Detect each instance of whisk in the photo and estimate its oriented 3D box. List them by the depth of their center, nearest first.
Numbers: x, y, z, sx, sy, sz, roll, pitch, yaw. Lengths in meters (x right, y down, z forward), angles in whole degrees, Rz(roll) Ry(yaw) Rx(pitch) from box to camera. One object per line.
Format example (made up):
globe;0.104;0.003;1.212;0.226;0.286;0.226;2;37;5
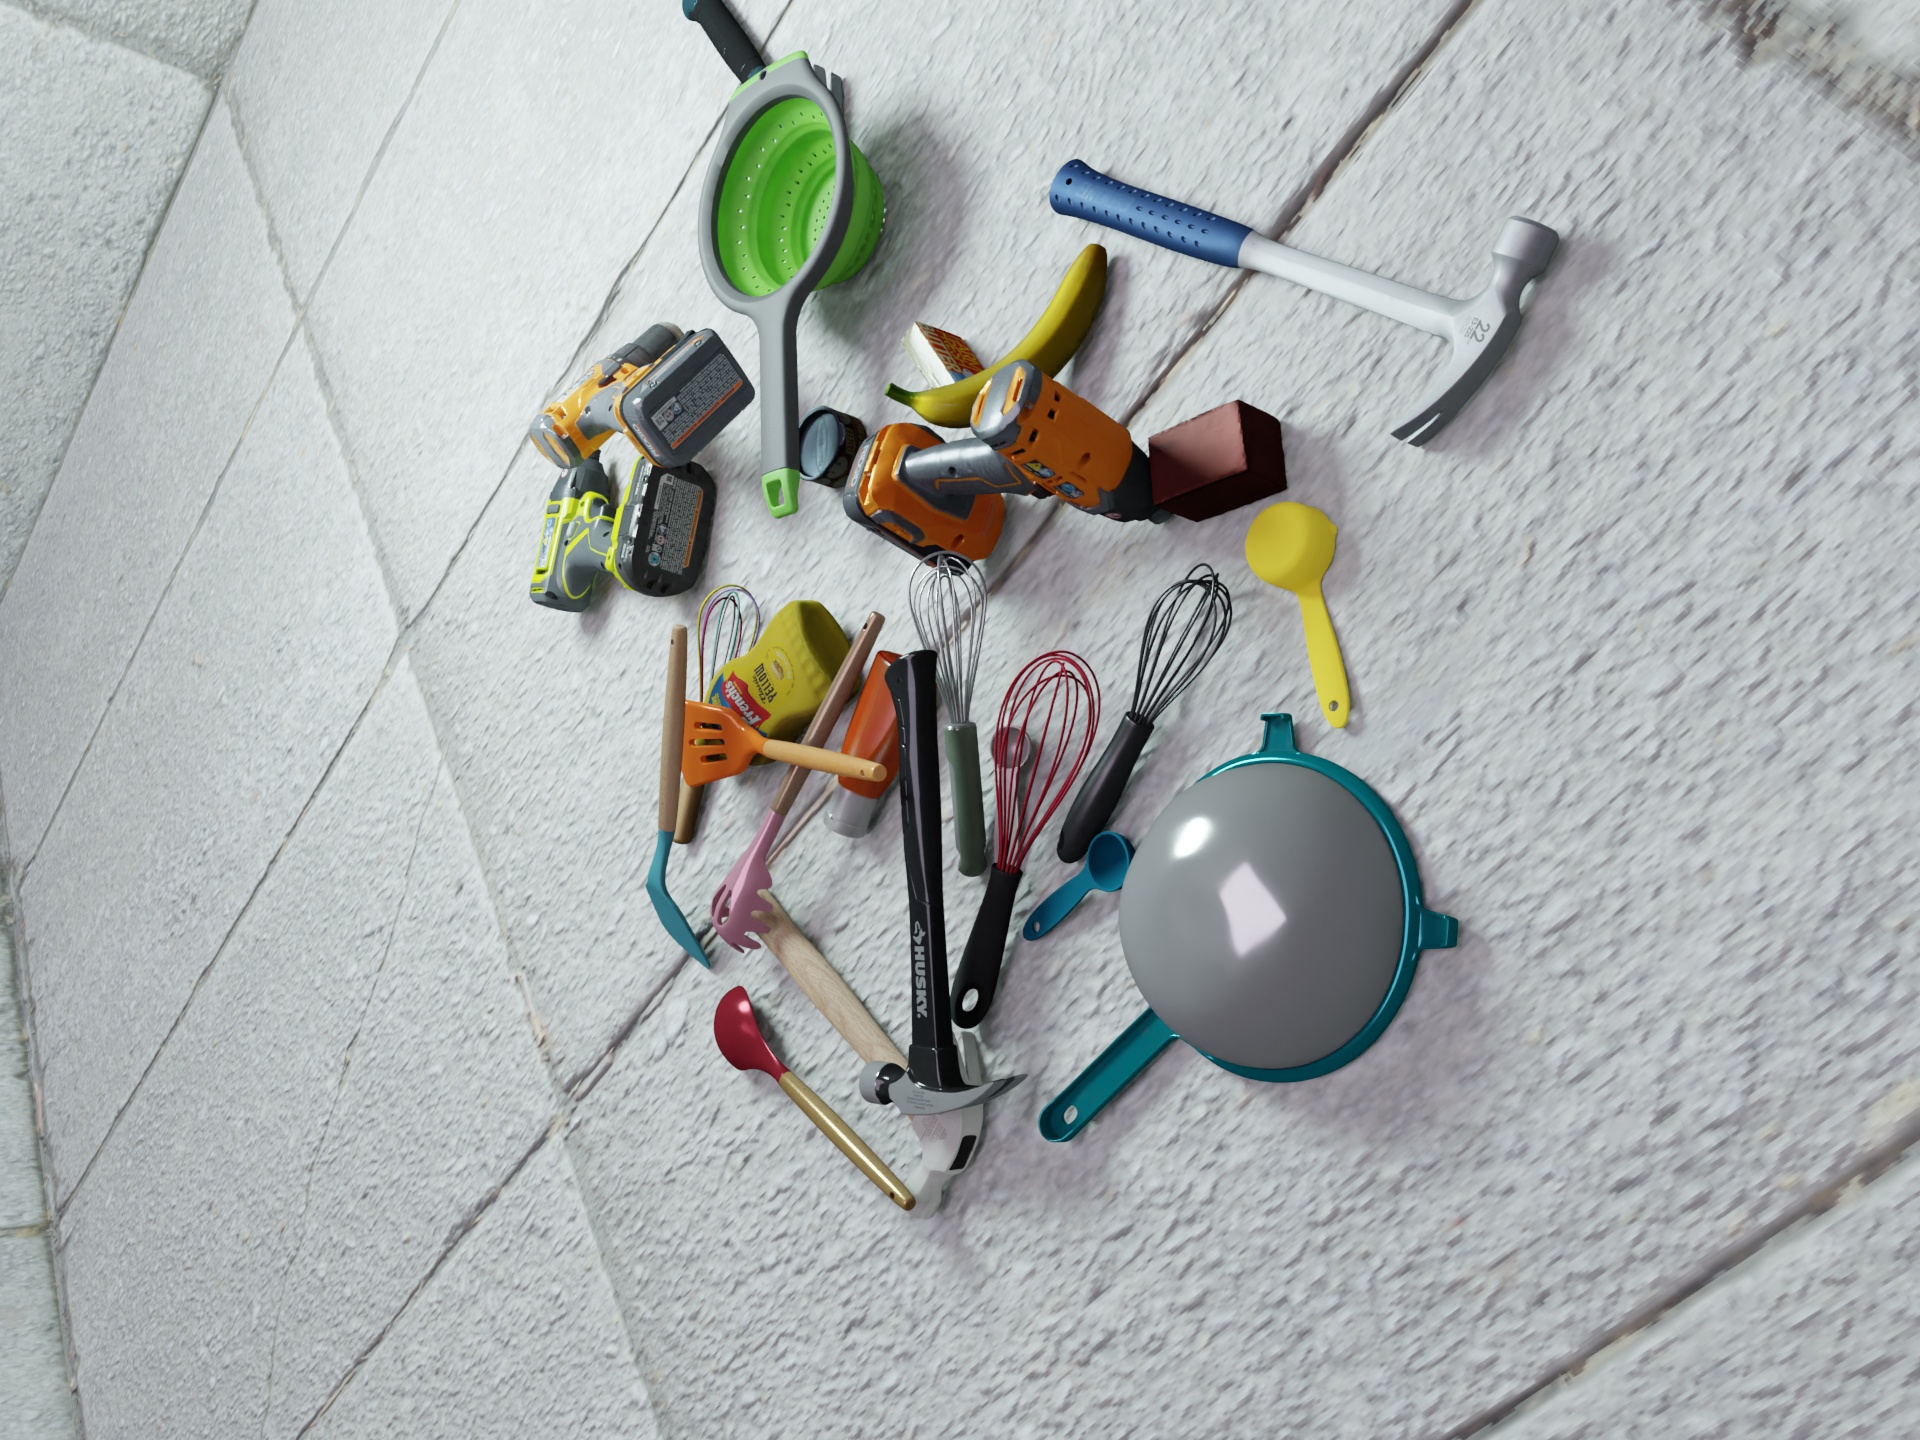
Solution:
whisk;0.121;-0.001;1.096;0.055;0.055;0.239;45;118;40
whisk;0.038;0.089;1.150;0.073;0.073;0.295;28;109;44
whisk;-0.002;-0.004;1.190;0.058;0.059;0.246;-103;8;-85
whisk;-0.233;-0.006;1.449;0.051;0.047;0.245;24;103;47

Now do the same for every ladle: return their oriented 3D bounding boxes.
ladle;-0.126;0.301;1.270;0.316;0.031;0.069;29;114;49

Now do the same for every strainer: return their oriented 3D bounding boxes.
strainer;0.134;0.164;1.016;0.340;0.095;0.211;-51;52;24

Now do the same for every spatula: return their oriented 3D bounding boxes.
spatula;-0.150;0.028;1.271;0.323;0.041;0.081;8;109;58
spatula;-0.245;0.068;1.385;0.082;0.044;0.317;29;119;46

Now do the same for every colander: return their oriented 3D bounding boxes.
colander;-0.131;-0.365;1.378;0.204;0.094;0.397;-10;79;44

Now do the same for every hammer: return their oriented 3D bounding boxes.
hammer;0.200;-0.311;1.079;0.406;0.035;0.144;37;108;42
hammer;-0.022;0.116;1.148;0.146;0.035;0.335;-5;86;46
hammer;-0.089;0.233;1.270;0.332;0.031;0.130;42;112;41
hammer;-0.202;-0.625;1.536;0.128;0.033;0.331;-50;52;27

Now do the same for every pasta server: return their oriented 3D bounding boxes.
pasta server;-0.132;0.053;1.307;0.060;0.040;0.316;39;107;42

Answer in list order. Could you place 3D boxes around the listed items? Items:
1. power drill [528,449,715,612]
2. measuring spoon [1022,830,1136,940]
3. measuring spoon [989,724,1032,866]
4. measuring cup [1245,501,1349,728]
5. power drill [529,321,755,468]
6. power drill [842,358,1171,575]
power drill;-0.340;-0.196;1.567;0.223;0.080;0.171;4;81;48
measuring spoon;0.086;0.122;1.132;0.128;0.021;0.042;-47;53;40
measuring spoon;0.039;0.065;1.189;0.034;0.018;0.124;3;91;31
measuring cup;0.220;-0.069;1.018;0.062;0.029;0.157;-27;63;39
power drill;-0.285;-0.311;1.484;0.226;0.084;0.185;10;53;49
power drill;0.036;-0.170;1.147;0.226;0.164;0.084;-10;58;53
